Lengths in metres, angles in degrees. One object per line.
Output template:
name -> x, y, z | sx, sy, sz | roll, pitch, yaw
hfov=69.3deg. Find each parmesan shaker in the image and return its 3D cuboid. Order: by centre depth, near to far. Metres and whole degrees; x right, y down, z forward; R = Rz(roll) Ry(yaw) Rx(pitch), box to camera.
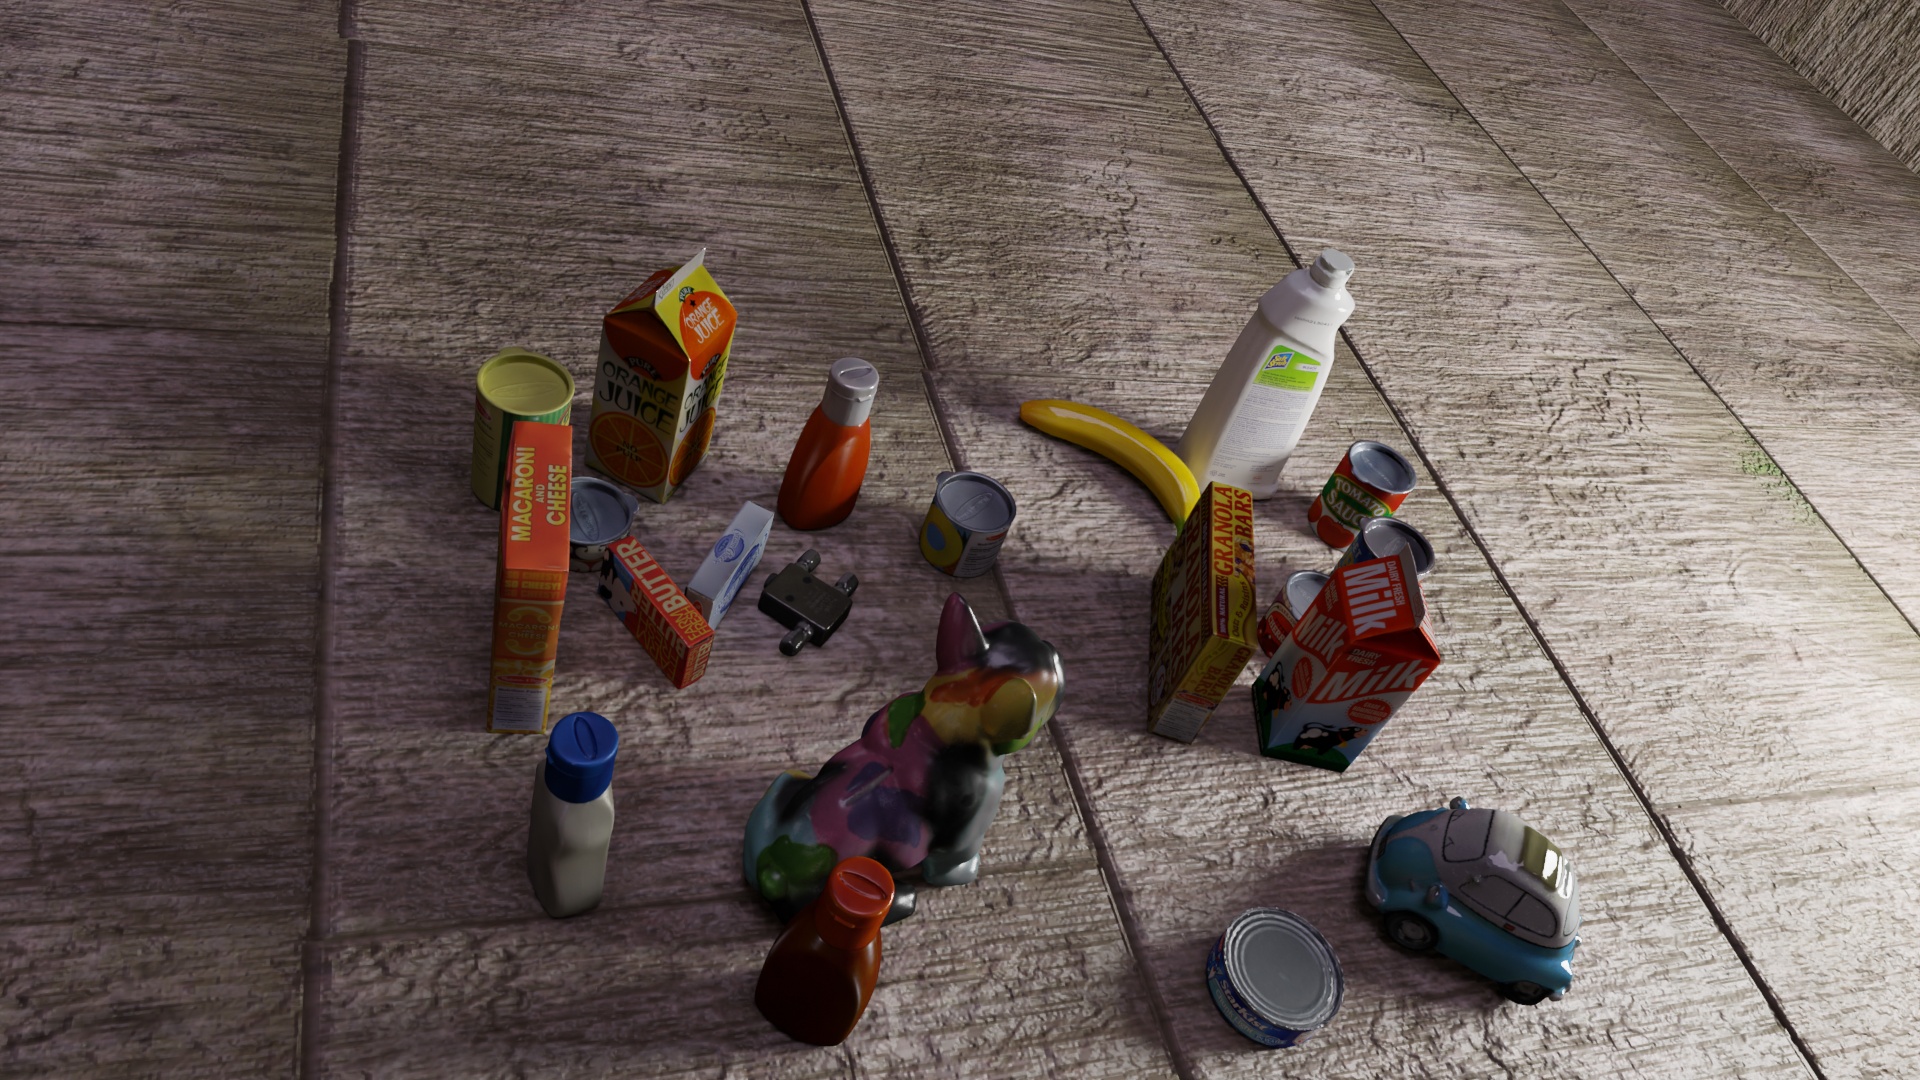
parmesan shaker -> -0.320, -0.079, 1.010 | 0.071, 0.102, 0.072 | 12, 45, -12

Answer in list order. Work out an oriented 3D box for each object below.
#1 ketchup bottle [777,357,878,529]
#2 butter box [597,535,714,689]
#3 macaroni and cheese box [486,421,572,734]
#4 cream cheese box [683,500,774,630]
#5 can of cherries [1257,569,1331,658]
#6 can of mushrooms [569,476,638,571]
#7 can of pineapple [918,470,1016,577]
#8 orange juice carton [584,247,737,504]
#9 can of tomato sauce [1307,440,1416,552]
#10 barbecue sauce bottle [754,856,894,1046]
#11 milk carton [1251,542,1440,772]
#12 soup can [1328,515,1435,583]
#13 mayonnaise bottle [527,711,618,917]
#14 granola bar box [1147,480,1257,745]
ketchup bottle -> -0.096, -0.073, 1.062 | 0.065, 0.148, 0.043 | -17, 57, -34
butter box -> -0.212, 0.050, 0.966 | 0.024, 0.052, 0.104 | -26, 62, -38
macaroni and cheese box -> -0.275, 0.026, 0.882 | 0.040, 0.165, 0.124 | 4, 47, -19
cream cheese box -> -0.171, 0.023, 1.008 | 0.024, 0.053, 0.104 | 25, 44, 2
can of cherries -> 0.284, 0.068, 1.145 | 0.071, 0.058, 0.072 | 11, 45, -12
can of mushrooms -> -0.272, -0.012, 1.015 | 0.071, 0.033, 0.071 | 11, 45, -12
can of pineapple -> 0.004, -0.014, 1.111 | 0.071, 0.057, 0.071 | 11, 45, -12
orange juice carton -> -0.221, -0.126, 1.031 | 0.073, 0.191, 0.072 | 28, 44, 5
can of tomato sauce -> 0.362, -0.038, 1.261 | 0.071, 0.082, 0.071 | 12, 45, -12
barbecue sauce bottle -> -0.073, 0.231, 0.780 | 0.065, 0.147, 0.044 | 27, 44, 4
milk carton -> 0.292, 0.088, 1.035 | 0.073, 0.189, 0.073 | 13, 45, -10
soup can -> 0.354, 0.029, 1.193 | 0.071, 0.083, 0.072 | 12, 45, -12
mayonnaise bottle -> -0.221, 0.154, 0.794 | 0.041, 0.147, 0.065 | -10, 53, -29
granola bar box -> 0.185, 0.054, 1.071 | 0.039, 0.123, 0.166 | 17, 44, -7
